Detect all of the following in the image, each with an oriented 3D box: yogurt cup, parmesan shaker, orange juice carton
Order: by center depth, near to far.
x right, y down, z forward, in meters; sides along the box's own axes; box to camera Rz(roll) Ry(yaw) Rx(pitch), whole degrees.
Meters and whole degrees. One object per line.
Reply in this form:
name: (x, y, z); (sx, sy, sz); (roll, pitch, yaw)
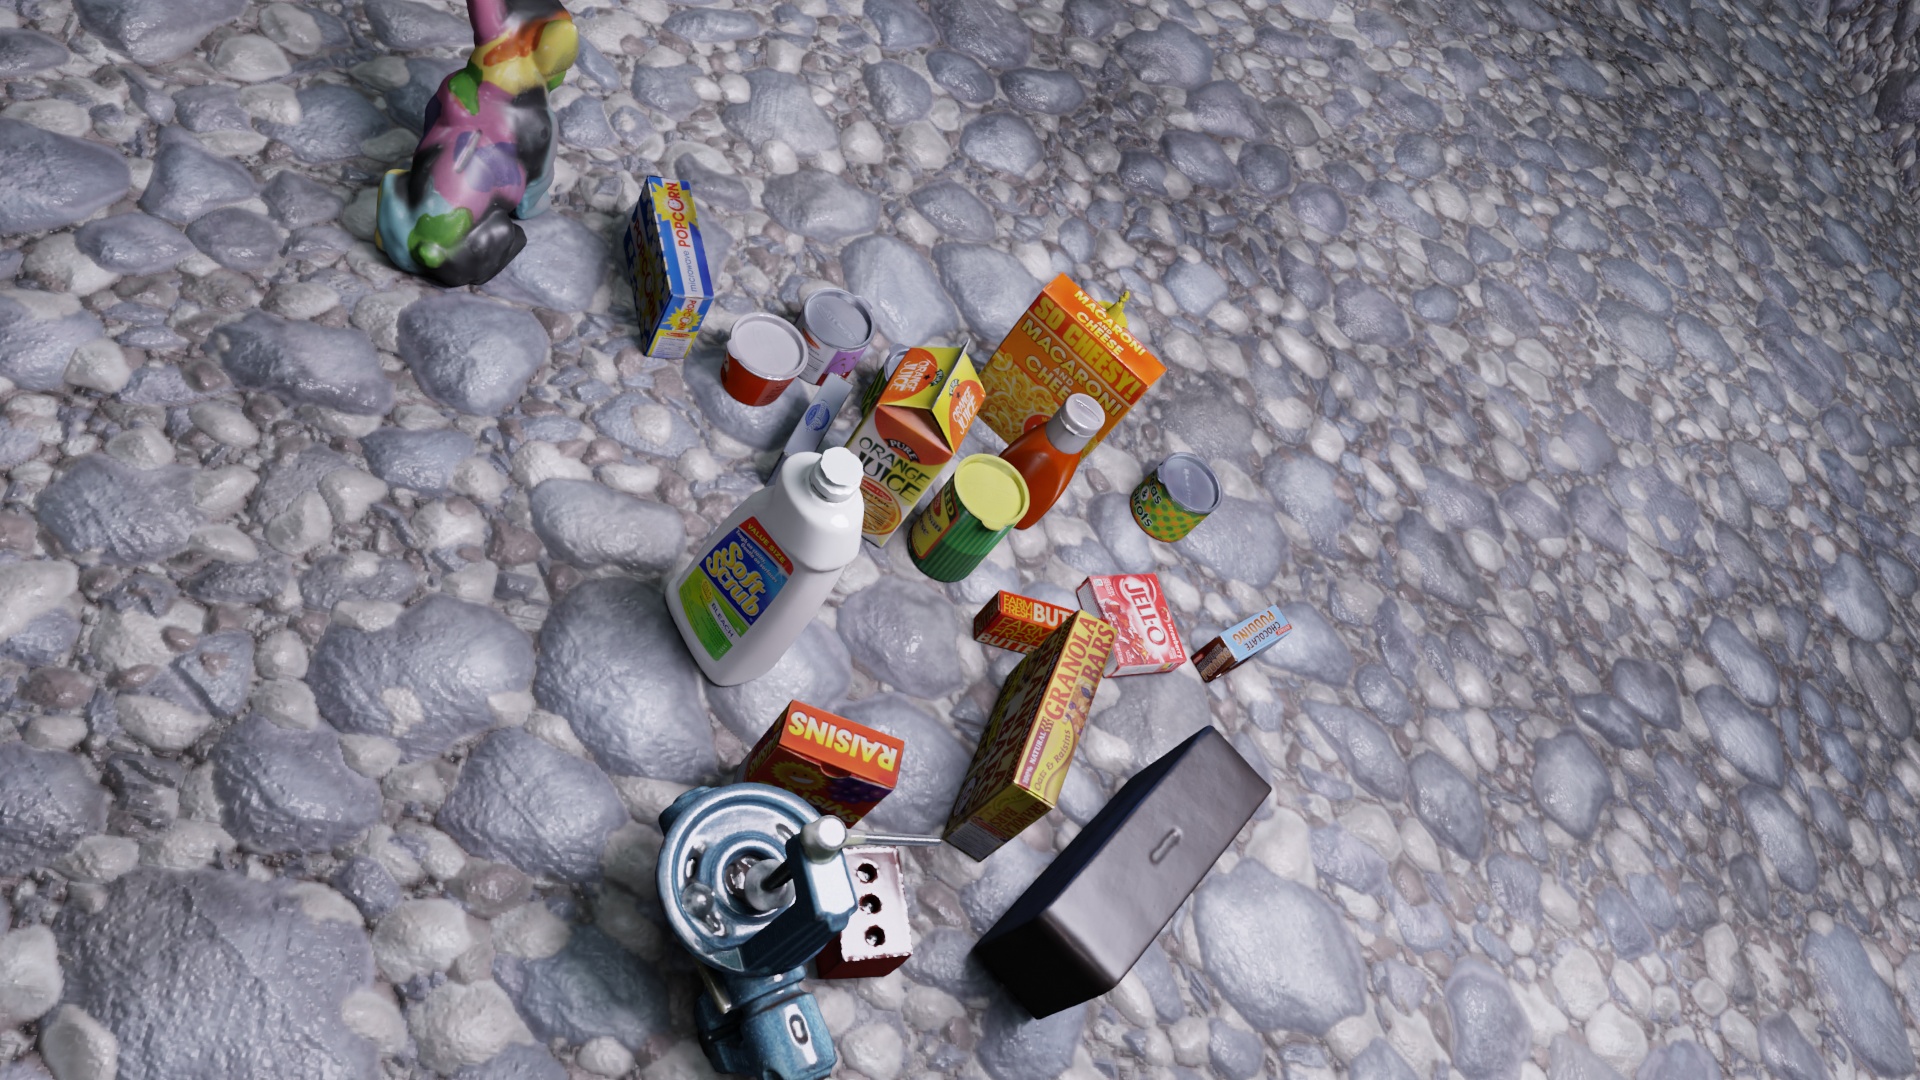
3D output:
orange juice carton: (-0.044, -0.081, 1.100); (0.073, 0.191, 0.072); (32, 51, -7)
parmesan shaker: (0.004, -0.014, 1.141); (0.071, 0.102, 0.071); (14, 55, -21)
yogurt cup: (-0.168, -0.149, 1.166); (0.072, 0.053, 0.073); (14, 55, -21)

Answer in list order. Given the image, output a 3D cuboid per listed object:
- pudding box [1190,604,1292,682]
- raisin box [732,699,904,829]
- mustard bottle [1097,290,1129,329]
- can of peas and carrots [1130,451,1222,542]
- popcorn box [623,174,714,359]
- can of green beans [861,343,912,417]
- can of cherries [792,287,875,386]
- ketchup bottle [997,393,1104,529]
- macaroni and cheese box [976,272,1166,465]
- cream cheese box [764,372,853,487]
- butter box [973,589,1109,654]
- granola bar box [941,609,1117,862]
pudding box: (0.252, 0.092, 1.242); (0.084, 0.049, 0.030); (-22, 73, -37)
raisin box: (-0.102, 0.162, 0.957); (0.086, 0.122, 0.040); (24, 52, -14)
mustard bottle: (0.110, -0.173, 1.263); (0.065, 0.159, 0.049); (-2, 62, -30)
can of peas and carrots: (0.198, -0.040, 1.292); (0.071, 0.058, 0.071); (14, 55, -21)
popcorn box: (-0.244, -0.226, 1.154); (0.038, 0.084, 0.127); (-1, 61, -29)
can of green beans: (-0.047, -0.126, 1.215); (0.071, 0.057, 0.071); (14, 55, -21)
can of cherries: (-0.113, -0.177, 1.211); (0.071, 0.058, 0.072); (14, 55, -21)
ketchup bottle: (0.071, -0.069, 1.183); (0.065, 0.148, 0.044); (38, 50, -2)
macaroni and cheese box: (0.088, -0.138, 1.225); (0.124, 0.165, 0.040); (43, 50, 2)
cream cheese box: (-0.126, -0.087, 1.150); (0.024, 0.053, 0.104); (31, 51, -8)
butter box: (0.067, 0.074, 1.151); (0.103, 0.053, 0.024); (17, 54, -19)
granola bar box: (0.052, 0.146, 1.051); (0.039, 0.123, 0.166); (32, 51, -7)
